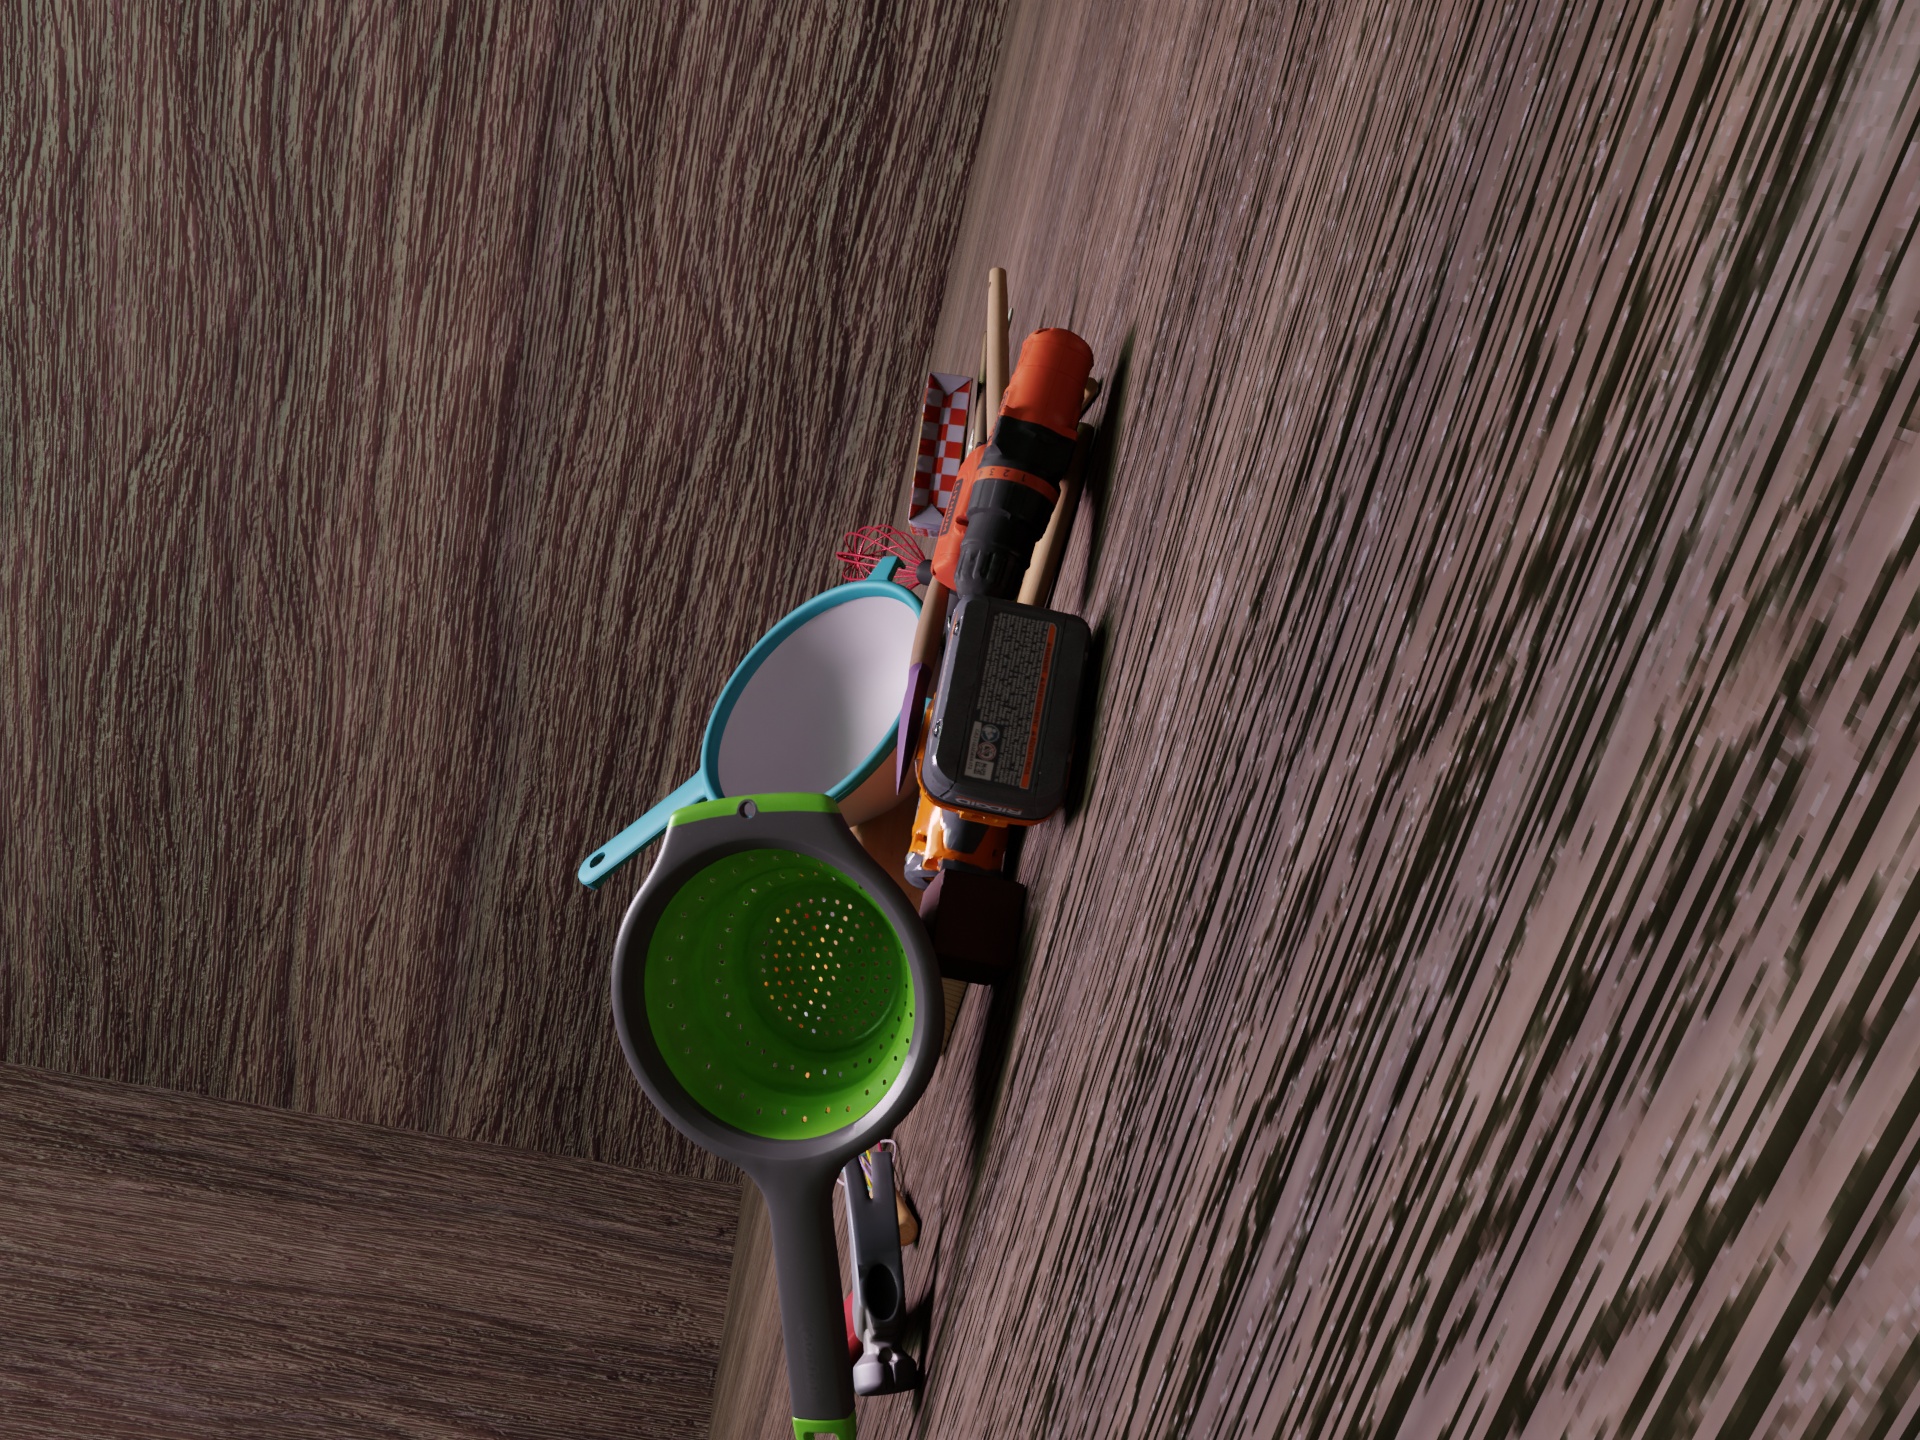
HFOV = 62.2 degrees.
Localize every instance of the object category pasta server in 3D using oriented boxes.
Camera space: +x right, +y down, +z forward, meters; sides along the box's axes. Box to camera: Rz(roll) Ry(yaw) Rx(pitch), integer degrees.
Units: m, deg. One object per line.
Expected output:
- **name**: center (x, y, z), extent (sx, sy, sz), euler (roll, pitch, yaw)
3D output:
- **pasta server**: center (0.007, -0.167, 1.270), extent (0.060, 0.040, 0.316), euler (97, 178, -75)

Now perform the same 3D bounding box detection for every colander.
- **colander**: center (-0.088, 0.238, 0.954), extent (0.094, 0.204, 0.397), euler (-11, -86, -74)

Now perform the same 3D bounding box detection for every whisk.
- **whisk**: center (-0.062, 0.344, 1.180), extent (0.245, 0.051, 0.047), euler (166, 121, -79)
- **whisk**: center (-0.037, -0.135, 1.428), extent (0.296, 0.073, 0.073), euler (23, 102, 61)

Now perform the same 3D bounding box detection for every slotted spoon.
- **slotted spoon**: center (0.039, -0.054, 1.080), extent (0.070, 0.031, 0.313), euler (-86, 12, -64)

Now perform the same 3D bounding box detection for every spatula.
- **spatula**: center (-0.023, -0.037, 1.004), extent (0.316, 0.018, 0.059), euler (-82, 1, -65)

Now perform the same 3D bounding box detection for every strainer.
- **strainer**: center (-0.132, 0.043, 1.180), extent (0.340, 0.095, 0.211), euler (-36, 40, 16)

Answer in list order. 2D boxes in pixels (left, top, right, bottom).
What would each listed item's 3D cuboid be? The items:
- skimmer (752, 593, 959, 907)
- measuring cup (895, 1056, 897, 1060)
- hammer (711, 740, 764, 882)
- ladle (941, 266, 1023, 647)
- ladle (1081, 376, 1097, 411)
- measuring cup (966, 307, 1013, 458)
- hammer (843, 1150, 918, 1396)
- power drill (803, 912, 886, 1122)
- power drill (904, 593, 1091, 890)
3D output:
- **skimmer**: center (-0.075, 0.002, 1.404), extent (0.127, 0.090, 0.363), euler (69, -142, -61)
- **measuring cup**: center (-0.038, 0.234, 1.273), extent (0.062, 0.029, 0.156), euler (-84, -3, -52)
- **hammer**: center (-0.113, 0.023, 1.432), extent (0.410, 0.038, 0.146), euler (-33, -33, -61)
- **ladle**: center (0.017, -0.200, 1.194), extent (0.078, 0.062, 0.320), euler (134, 139, -67)
- **ladle**: center (0.058, -0.210, 1.186), extent (0.315, 0.031, 0.069), euler (163, 113, -80)
- **measuring cup**: center (0.039, -0.283, 1.428), extent (0.083, 0.038, 0.167), euler (-108, 32, -76)
- **hammer**: center (-0.082, 0.422, 1.131), extent (0.386, 0.038, 0.143), euler (110, 156, -59)
- **power drill**: center (-0.089, 0.224, 1.305), extent (0.226, 0.084, 0.186), euler (96, 180, -47)
- **power drill**: center (0.017, 0.007, 0.948), extent (0.226, 0.084, 0.164), euler (111, 171, -71)
